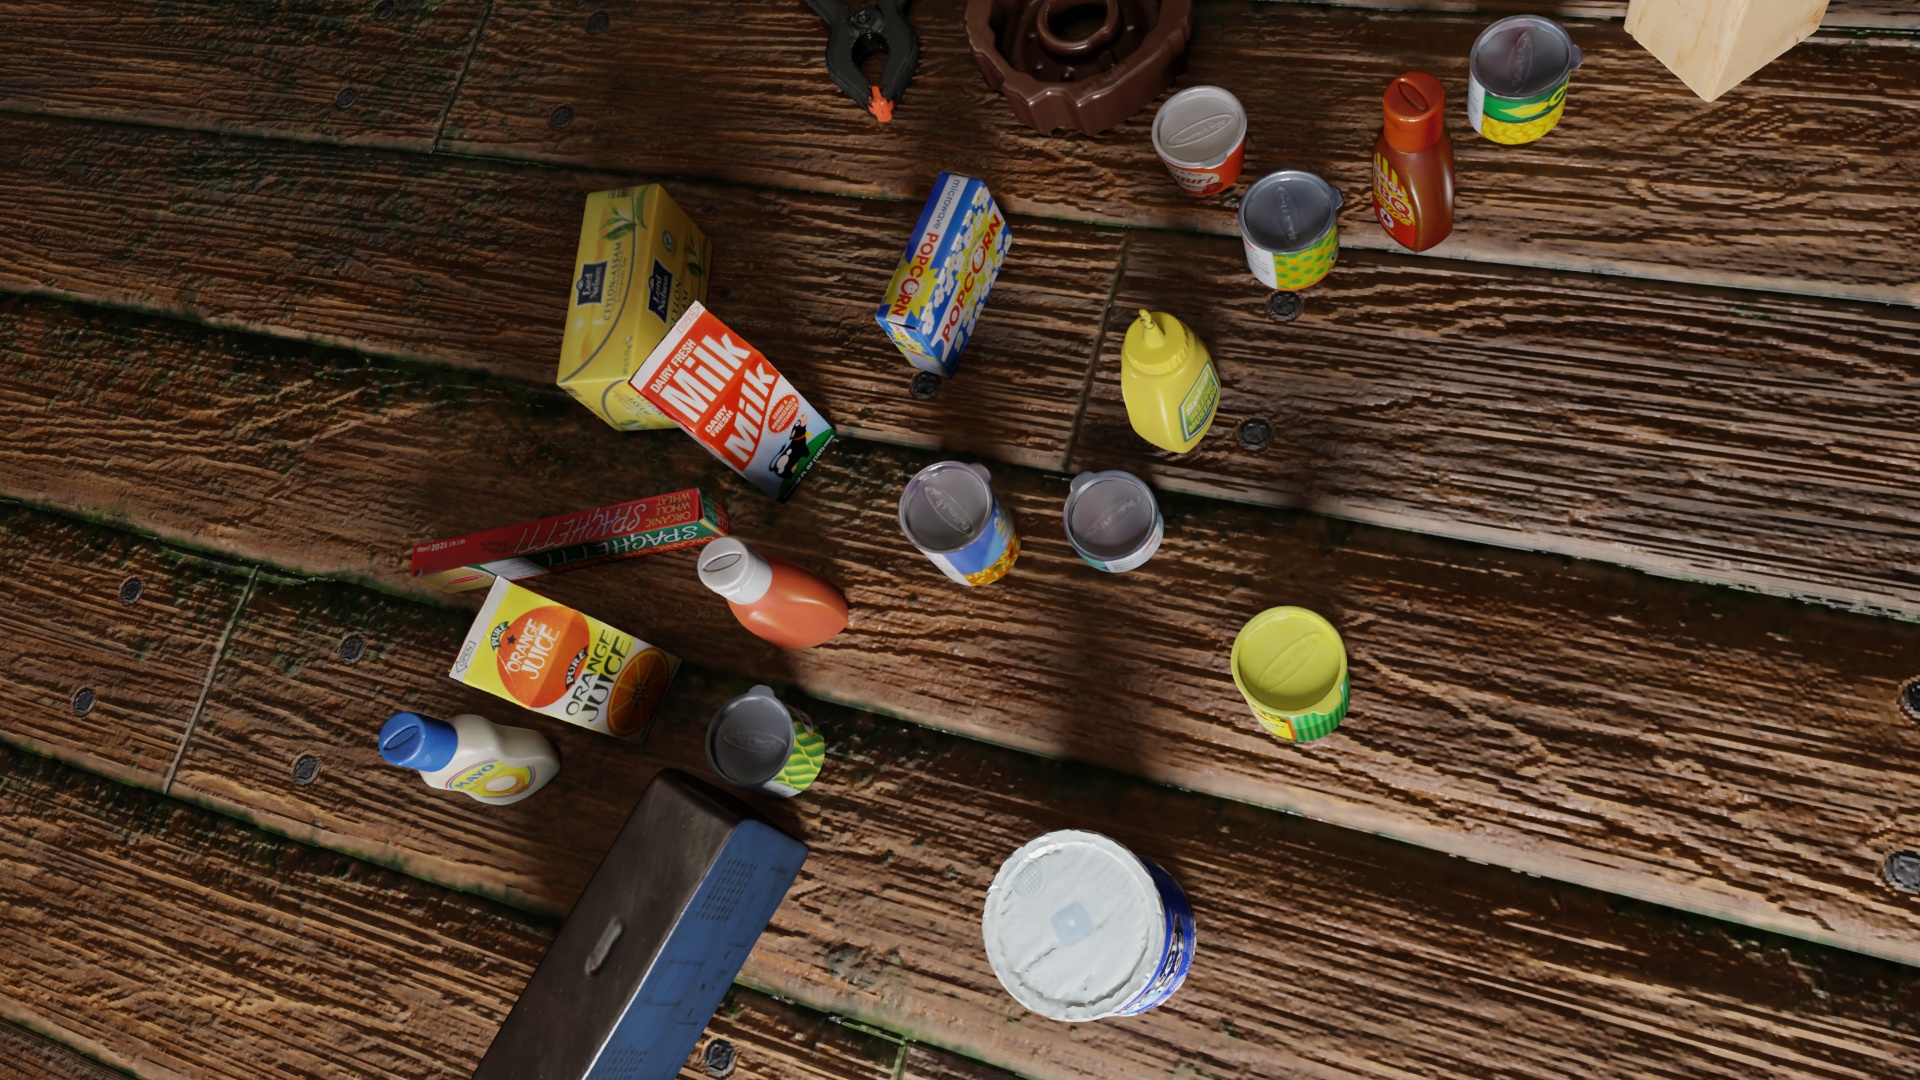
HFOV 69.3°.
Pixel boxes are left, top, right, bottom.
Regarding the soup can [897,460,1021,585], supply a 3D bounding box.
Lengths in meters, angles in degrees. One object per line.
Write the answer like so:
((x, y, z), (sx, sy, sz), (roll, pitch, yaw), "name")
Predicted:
((0.003, -0.012, 0.963), (0.071, 0.083, 0.071), (-5, 71, 16), "soup can")

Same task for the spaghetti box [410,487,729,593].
((-0.301, 0.002, 1.071), (0.250, 0.050, 0.029), (-11, 70, 13), "spaghetti box")

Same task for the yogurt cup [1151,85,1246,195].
((0.178, -0.291, 1.020), (0.072, 0.054, 0.072), (-5, 71, 16), "yogurt cup")

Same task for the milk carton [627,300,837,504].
((-0.167, -0.101, 0.987), (0.073, 0.190, 0.072), (35, 85, 24), "milk carton")

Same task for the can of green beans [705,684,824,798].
((-0.135, 0.143, 0.968), (0.071, 0.057, 0.071), (-5, 71, 16), "can of green beans")

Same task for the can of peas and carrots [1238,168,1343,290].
((0.234, -0.219, 0.976), (0.071, 0.058, 0.071), (-5, 71, 16), "can of peas and carrots")

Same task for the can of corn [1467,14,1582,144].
((0.389, -0.318, 0.962), (0.071, 0.058, 0.071), (-5, 71, 16), "can of corn")

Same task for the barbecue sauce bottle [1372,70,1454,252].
((0.299, -0.251, 0.918), (0.043, 0.148, 0.065), (-32, 66, 5), "barbecue sauce bottle")

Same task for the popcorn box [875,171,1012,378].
((-0.010, -0.196, 1.029), (0.038, 0.085, 0.127), (19, 79, 22), "popcorn box")

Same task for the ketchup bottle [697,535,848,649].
((-0.131, 0.036, 0.953), (0.064, 0.148, 0.043), (-19, 68, 11), "ketchup bottle")

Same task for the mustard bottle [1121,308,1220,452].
((0.135, -0.110, 0.914), (0.049, 0.160, 0.065), (27, 82, 23), "mustard bottle")

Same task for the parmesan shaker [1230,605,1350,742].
((0.207, 0.087, 0.857), (0.071, 0.103, 0.071), (-5, 71, 16), "parmesan shaker")

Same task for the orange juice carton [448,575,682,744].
((-0.279, 0.081, 0.959), (0.073, 0.192, 0.072), (19, 79, 22), "orange juice carton")

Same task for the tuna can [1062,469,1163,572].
((0.105, -0.015, 0.961), (0.071, 0.032, 0.071), (-5, 71, 15), "tuna can")

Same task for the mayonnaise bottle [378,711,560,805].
((-0.348, 0.152, 0.981), (0.065, 0.148, 0.041), (-32, 66, 5), "mayonnaise bottle")
